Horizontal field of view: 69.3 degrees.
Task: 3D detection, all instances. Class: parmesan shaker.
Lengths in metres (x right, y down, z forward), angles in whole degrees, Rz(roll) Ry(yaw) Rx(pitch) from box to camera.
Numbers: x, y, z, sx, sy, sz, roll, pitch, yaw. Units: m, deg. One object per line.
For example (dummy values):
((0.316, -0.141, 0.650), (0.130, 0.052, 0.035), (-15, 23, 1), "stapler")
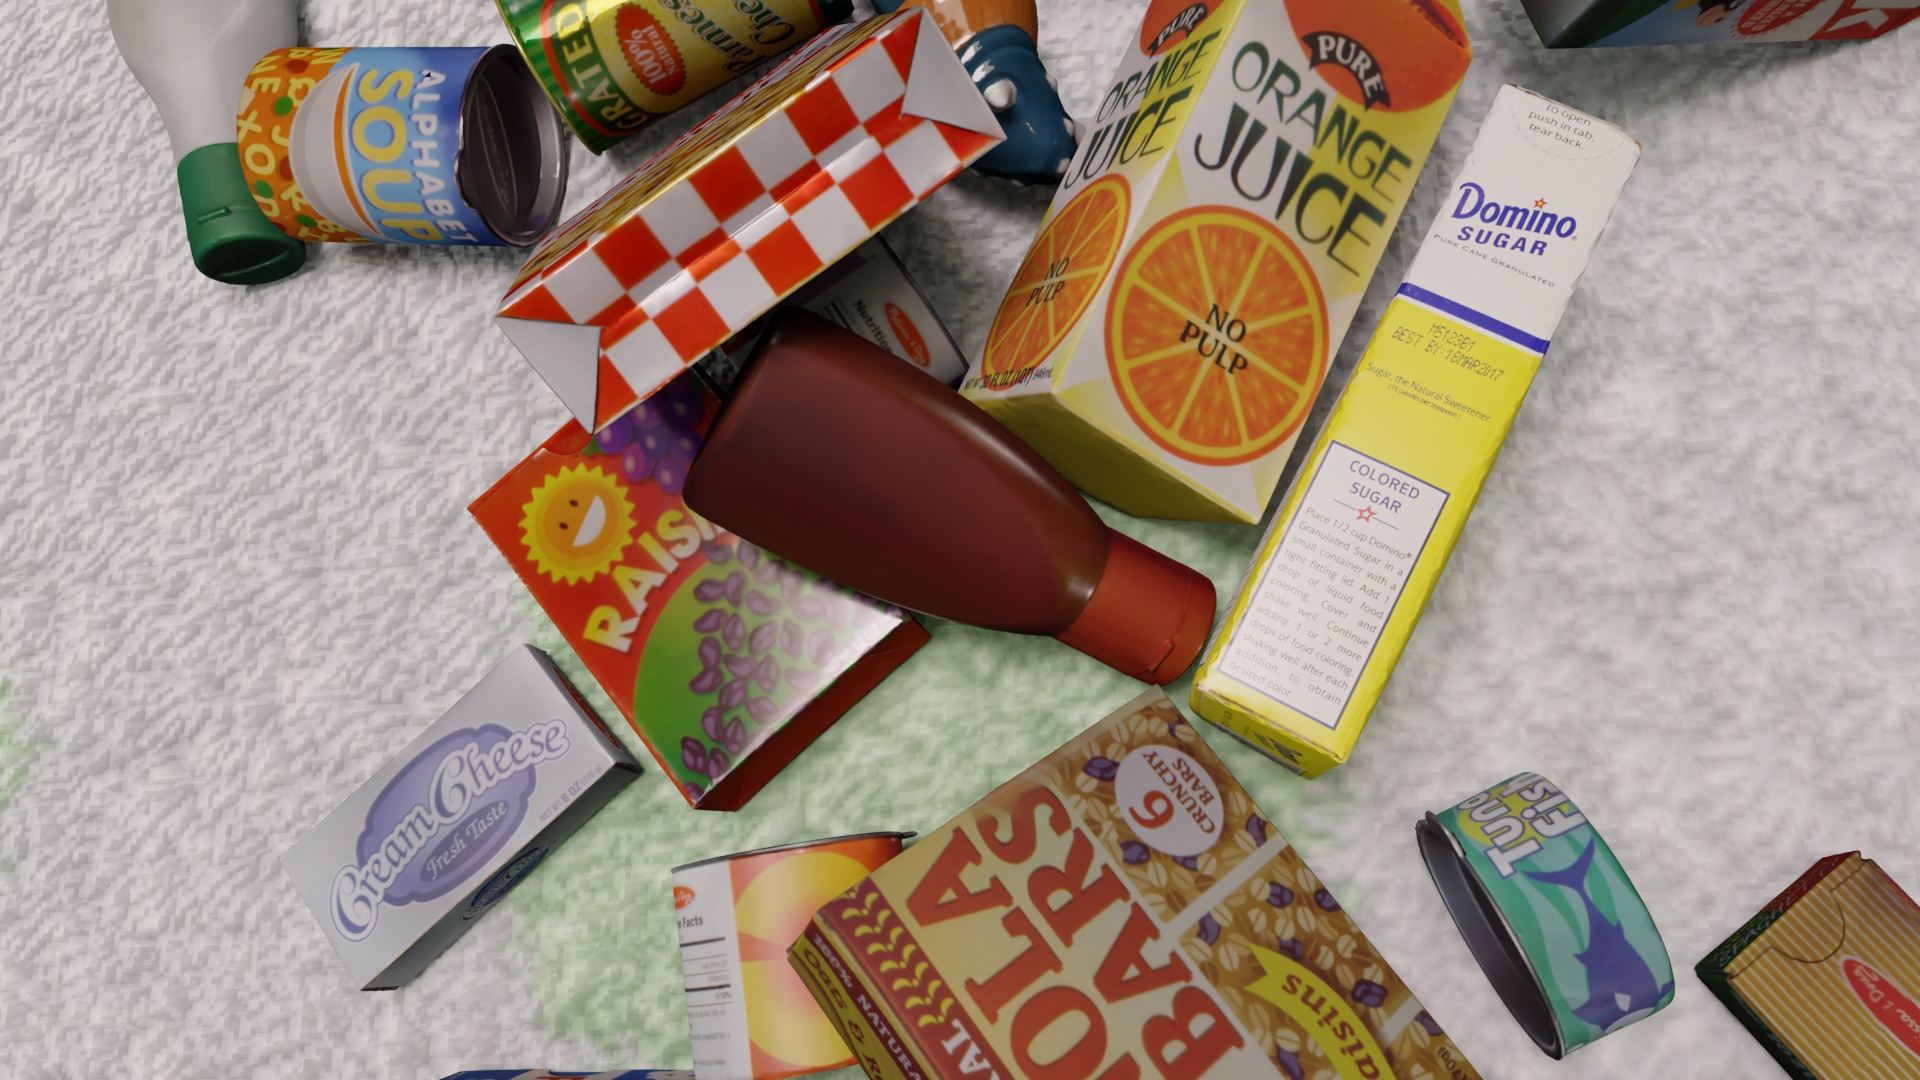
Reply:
((-0.097, -0.186, 0.467), (0.103, 0.071, 0.071), (-28, 74, 3), "parmesan shaker")

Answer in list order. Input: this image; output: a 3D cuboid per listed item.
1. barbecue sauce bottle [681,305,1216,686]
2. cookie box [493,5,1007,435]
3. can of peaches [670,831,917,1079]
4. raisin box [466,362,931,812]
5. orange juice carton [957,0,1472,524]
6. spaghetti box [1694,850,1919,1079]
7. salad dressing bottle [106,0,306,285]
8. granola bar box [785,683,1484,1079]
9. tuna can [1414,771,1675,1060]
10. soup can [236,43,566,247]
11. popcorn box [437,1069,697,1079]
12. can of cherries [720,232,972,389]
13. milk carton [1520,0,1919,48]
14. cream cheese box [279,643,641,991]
((0.001, -0.005, 0.390), (0.148, 0.044, 0.064), (27, 118, -14), "barbecue sauce bottle")
((-0.065, -0.098, 0.399), (0.123, 0.168, 0.040), (-36, 112, 0), "cookie box")
((-0.042, 0.115, 0.389), (0.071, 0.071, 0.058), (-11, 75, 7), "can of peaches")
((-0.082, 0.010, 0.434), (0.086, 0.040, 0.123), (-41, 73, -1), "raisin box")
((0.080, -0.106, 0.404), (0.073, 0.072, 0.193), (29, 81, -20), "orange juice carton")
((0.291, 0.189, 0.331), (0.050, 0.028, 0.250), (-40, 73, -1), "spaghetti box")
((-0.272, -0.166, 0.508), (0.064, 0.044, 0.148), (-18, 75, 3), "salad dressing bottle")
((0.054, 0.133, 0.348), (0.125, 0.038, 0.166), (-27, 70, -35), "granola bar box")
((0.149, 0.093, 0.359), (0.033, 0.071, 0.071), (-27, 74, 2), "tuna can")
((-0.189, -0.133, 0.471), (0.084, 0.071, 0.071), (3, 78, 11), "soup can")
((-0.123, 0.168, 0.358), (0.085, 0.126, 0.038), (-4, 80, 9), "popcorn box")
((-0.038, -0.062, 0.432), (0.058, 0.071, 0.071), (-36, 74, 1), "can of cherries")
((0.238, -0.190, 0.387), (0.191, 0.073, 0.072), (-12, 73, -27), "milk carton")
((-0.157, 0.086, 0.437), (0.104, 0.024, 0.053), (-42, 72, -2), "cream cheese box")
